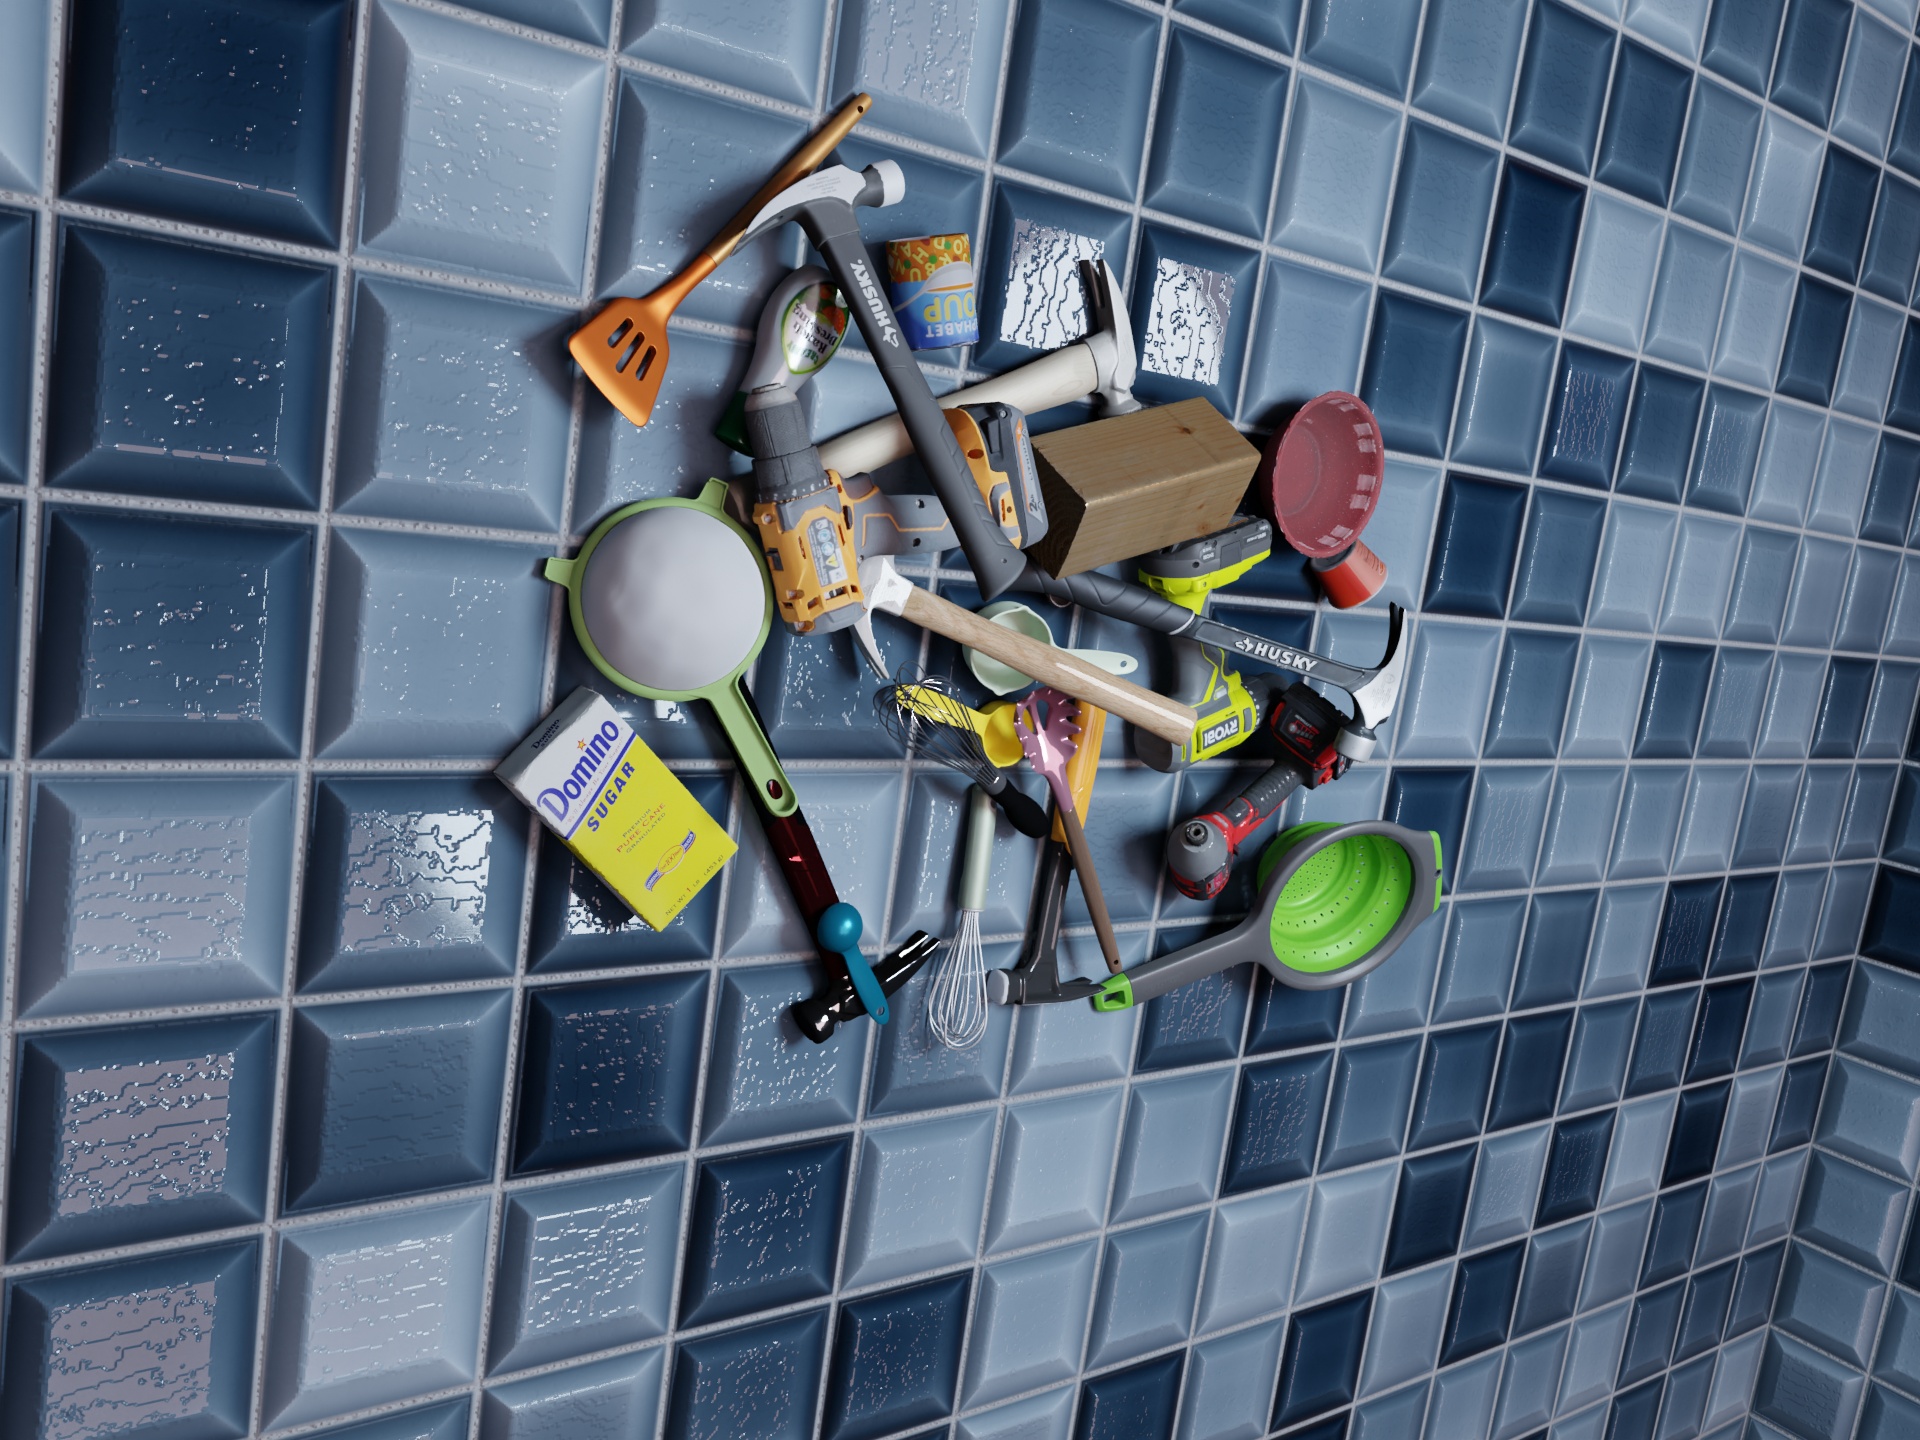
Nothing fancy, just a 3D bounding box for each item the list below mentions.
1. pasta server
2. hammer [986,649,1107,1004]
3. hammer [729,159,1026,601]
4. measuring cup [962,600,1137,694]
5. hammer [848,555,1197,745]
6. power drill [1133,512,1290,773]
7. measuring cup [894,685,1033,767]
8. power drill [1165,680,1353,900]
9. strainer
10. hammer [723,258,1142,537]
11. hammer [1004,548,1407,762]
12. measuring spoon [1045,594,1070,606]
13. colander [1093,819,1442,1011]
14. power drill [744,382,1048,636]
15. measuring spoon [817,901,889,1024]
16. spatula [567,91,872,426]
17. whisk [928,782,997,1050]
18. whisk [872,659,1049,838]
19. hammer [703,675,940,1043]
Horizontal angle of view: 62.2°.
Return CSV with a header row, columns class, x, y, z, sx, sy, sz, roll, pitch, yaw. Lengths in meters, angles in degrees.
class,x,y,z,sx,sy,sz,roll,pitch,yaw
pasta server,0.106,0.105,1.442,0.060,0.040,0.316,-24,116,-13
hammer,0.107,0.102,1.486,0.127,0.034,0.337,3,100,-37
hammer,-0.043,-0.242,1.158,0.146,0.035,0.335,-25,90,-29
measuring cup,0.078,-0.062,1.398,0.167,0.038,0.083,6,111,-27
hammer,0.053,-0.053,1.335,0.331,0.031,0.130,24,87,-17
power drill,0.245,-0.079,1.519,0.190,0.080,0.228,-22,117,-36
measuring cup,-0.002,-0.004,1.381,0.156,0.029,0.062,21,89,-36
power drill,0.286,0.074,1.548,0.219,0.079,0.143,-45,157,-9
strainer,-0.178,-0.043,1.153,0.151,0.069,0.256,-30,98,-18
hammer,-0.017,-0.254,1.296,0.410,0.038,0.146,-27,116,-29
hammer,0.217,-0.086,1.420,0.408,0.036,0.149,17,103,-15
measuring spoon,0.112,-0.151,1.439,0.124,0.018,0.034,-52,125,-23
colander,0.302,0.198,1.639,0.397,0.095,0.204,-19,122,-13
power drill,-0.056,-0.183,1.211,0.226,0.084,0.185,-23,109,-28
measuring spoon,-0.081,0.208,1.328,0.042,0.021,0.128,-38,121,-27
spatula,-0.162,-0.350,1.156,0.323,0.041,0.081,-51,126,-16
whisk,0.008,0.175,1.425,0.057,0.059,0.246,-1,98,-63
whisk,0.012,0.035,1.338,0.070,0.070,0.284,-57,142,-11
hammer,-0.131,0.077,1.295,0.143,0.038,0.386,-34,120,-27
